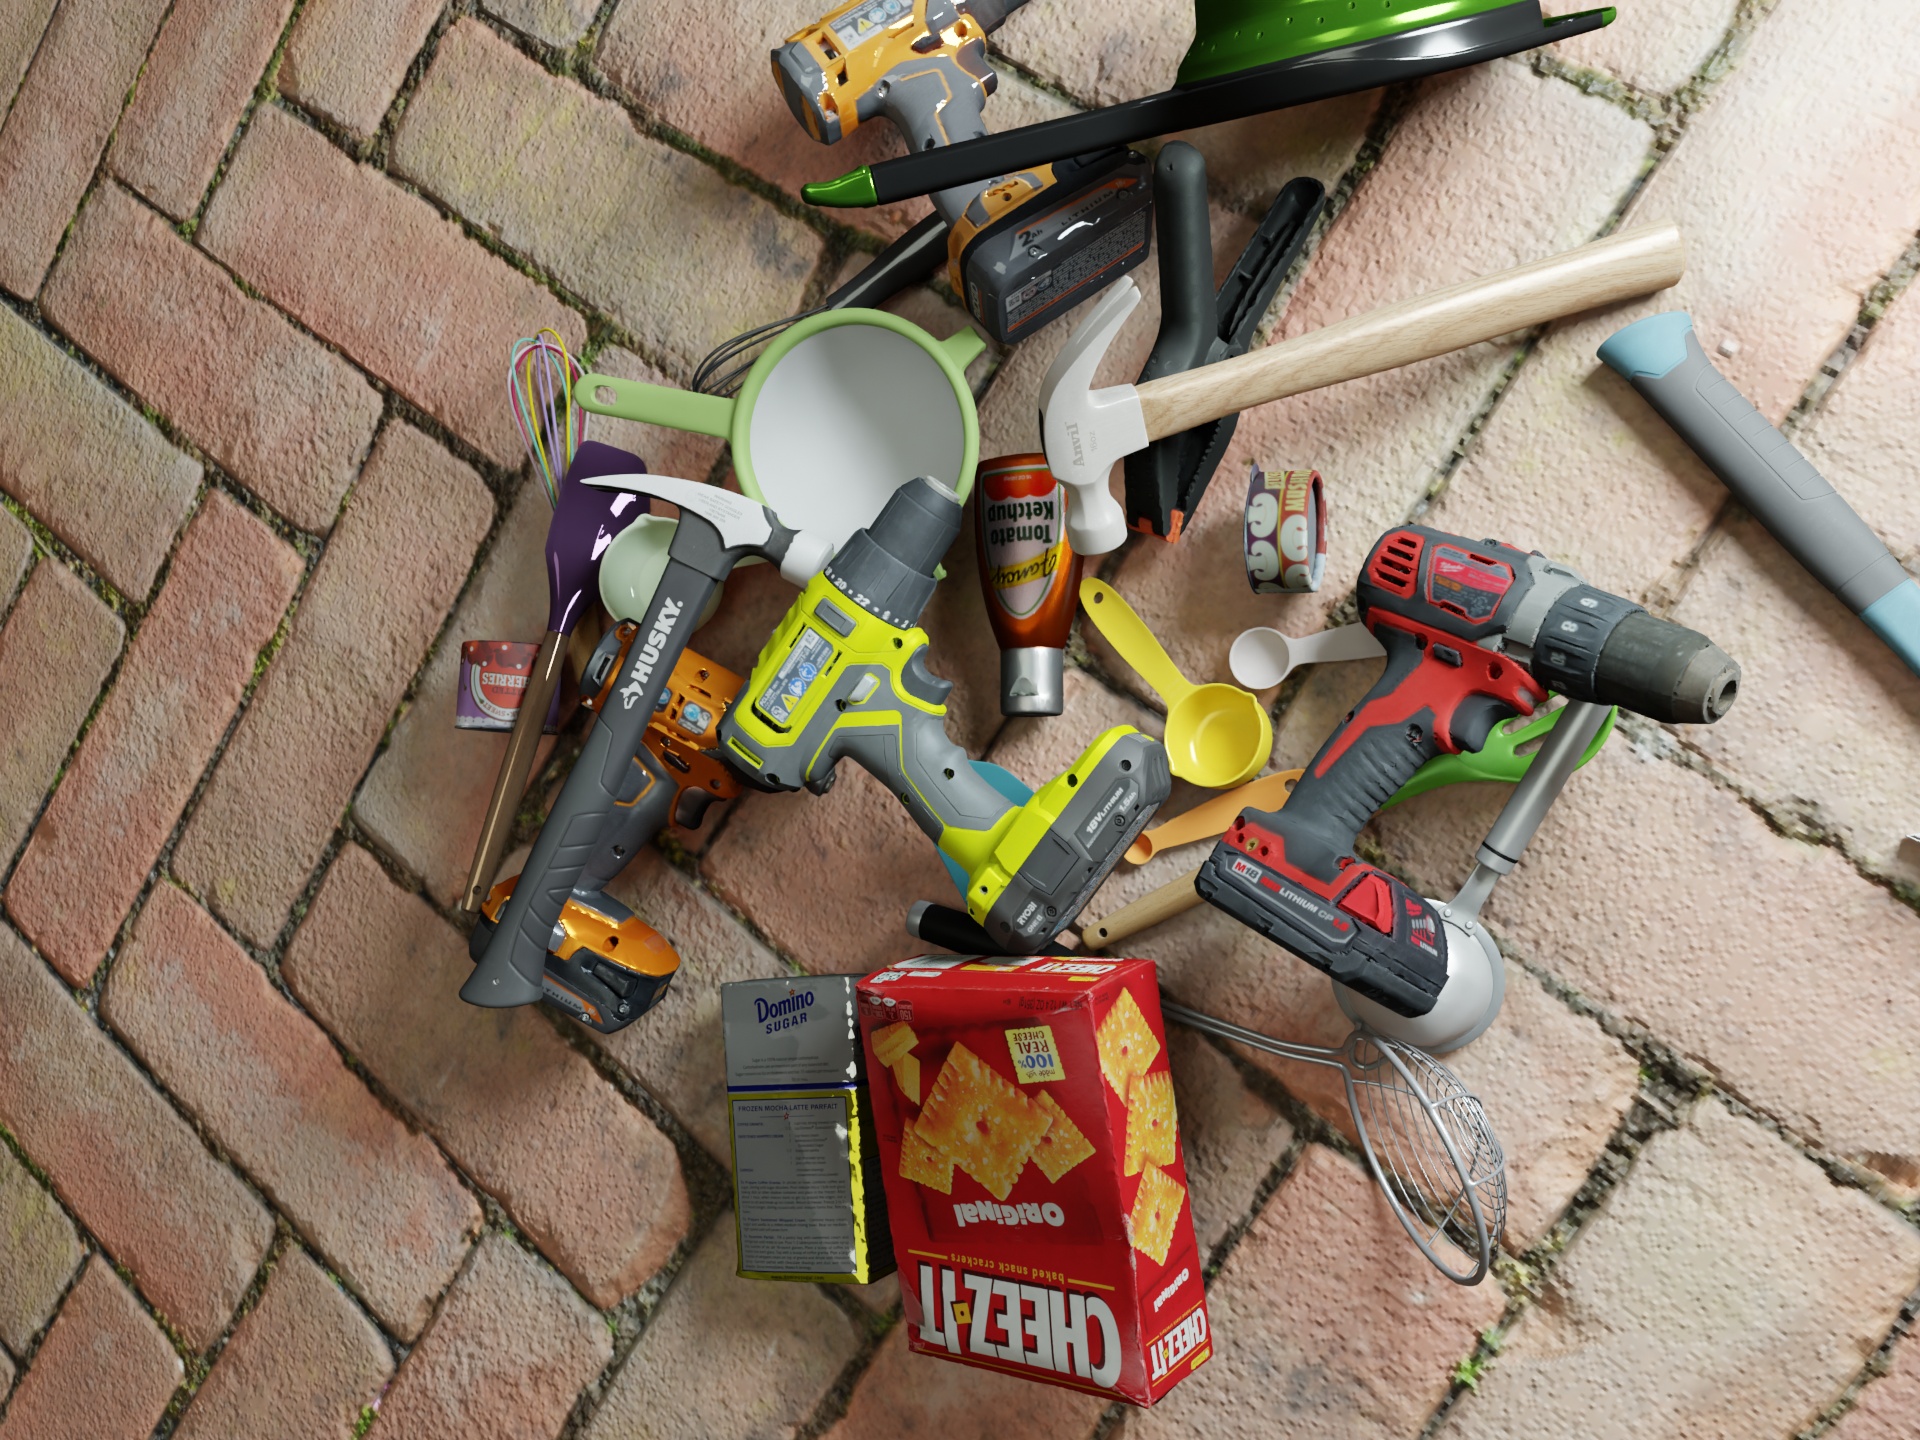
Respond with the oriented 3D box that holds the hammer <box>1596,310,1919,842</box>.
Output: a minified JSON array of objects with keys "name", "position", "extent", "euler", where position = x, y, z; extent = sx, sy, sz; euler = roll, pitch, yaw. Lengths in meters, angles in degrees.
[{"name":"hammer","position":[0.427,-0.069,0.751],"extent":[0.128,0.033,0.331],"euler":[-40,72,15]}]

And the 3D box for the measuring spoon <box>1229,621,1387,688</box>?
[{"name":"measuring spoon","position":[0.208,-0.040,0.859],"extent":[0.124,0.018,0.034],"euler":[-9,80,16]}]

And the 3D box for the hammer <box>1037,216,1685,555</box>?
[{"name":"hammer","position":[0.198,-0.189,0.795],"extent":[0.331,0.129,0.031],"euler":[-17,35,0]}]

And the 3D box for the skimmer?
[{"name":"skimmer","position":[0.111,0.179,0.840],"extent":[0.363,0.127,0.090],"euler":[16,49,28]}]

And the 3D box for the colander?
[{"name":"colander","position":[0.106,-0.337,0.774],"extent":[0.397,0.205,0.094],"euler":[-14,110,-1]}]

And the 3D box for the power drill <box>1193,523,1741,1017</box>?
[{"name":"power drill","position":[0.236,0.025,0.756],"extent":[0.188,0.080,0.227],"euler":[30,90,45]}]

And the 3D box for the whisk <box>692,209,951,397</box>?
[{"name":"whisk","position":[-0.076,-0.253,0.981],"extent":[0.239,0.055,0.055],"euler":[-33,74,15]}]

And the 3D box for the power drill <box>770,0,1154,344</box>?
[{"name":"power drill","position":[0.023,-0.350,0.915],"extent":[0.185,0.084,0.226],"euler":[-34,73,-6]}]

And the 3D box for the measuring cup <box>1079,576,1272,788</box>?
[{"name":"measuring cup","position":[0.117,-0.025,0.894],"extent":[0.062,0.029,0.157],"euler":[-45,59,15]}]

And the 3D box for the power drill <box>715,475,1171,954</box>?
[{"name":"power drill","position":[-0.001,-0.003,0.866],"extent":[0.228,0.080,0.190],"euler":[38,102,14]}]

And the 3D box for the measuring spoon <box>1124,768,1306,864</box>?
[{"name":"measuring spoon","position":[0.143,0.052,0.881],"extent":[0.117,0.011,0.021],"euler":[-24,88,17]}]

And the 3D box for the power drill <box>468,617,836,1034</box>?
[{"name":"power drill","position":[-0.186,0.072,0.977],"extent":[0.164,0.084,0.226],"euler":[27,96,4]}]

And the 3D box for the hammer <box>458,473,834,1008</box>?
[{"name":"hammer","position":[-0.209,0.015,0.924],"extent":[0.146,0.035,0.335],"euler":[26,92,4]}]

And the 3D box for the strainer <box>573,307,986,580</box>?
[{"name":"strainer","position":[-0.105,-0.177,0.960],"extent":[0.256,0.069,0.151],"euler":[13,102,14]}]

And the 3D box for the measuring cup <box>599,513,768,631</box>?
[{"name":"measuring cup","position":[-0.145,-0.100,1.011],"extent":[0.167,0.038,0.083],"euler":[-15,83,5]}]

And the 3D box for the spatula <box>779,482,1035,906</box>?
[{"name":"spatula","position":[-0.044,-0.034,0.953],"extent":[0.082,0.044,0.318],"euler":[-37,72,17]}]

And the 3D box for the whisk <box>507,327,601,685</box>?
[{"name":"whisk","position":[-0.263,-0.143,1.057],"extent":[0.047,0.051,0.245],"euler":[-12,85,17]}]

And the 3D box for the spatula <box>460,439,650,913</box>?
[{"name":"spatula","position":[-0.263,-0.030,1.018],"extent":[0.059,0.018,0.316],"euler":[18,77,-14]}]

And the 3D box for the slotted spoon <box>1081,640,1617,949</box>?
[{"name":"slotted spoon","position":[0.197,0.051,0.847],"extent":[0.314,0.031,0.070],"euler":[-30,77,21]}]

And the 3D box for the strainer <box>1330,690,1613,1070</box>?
[{"name":"strainer","position":[0.261,0.075,0.791],"extent":[0.087,0.050,0.258],"euler":[29,104,9]}]
